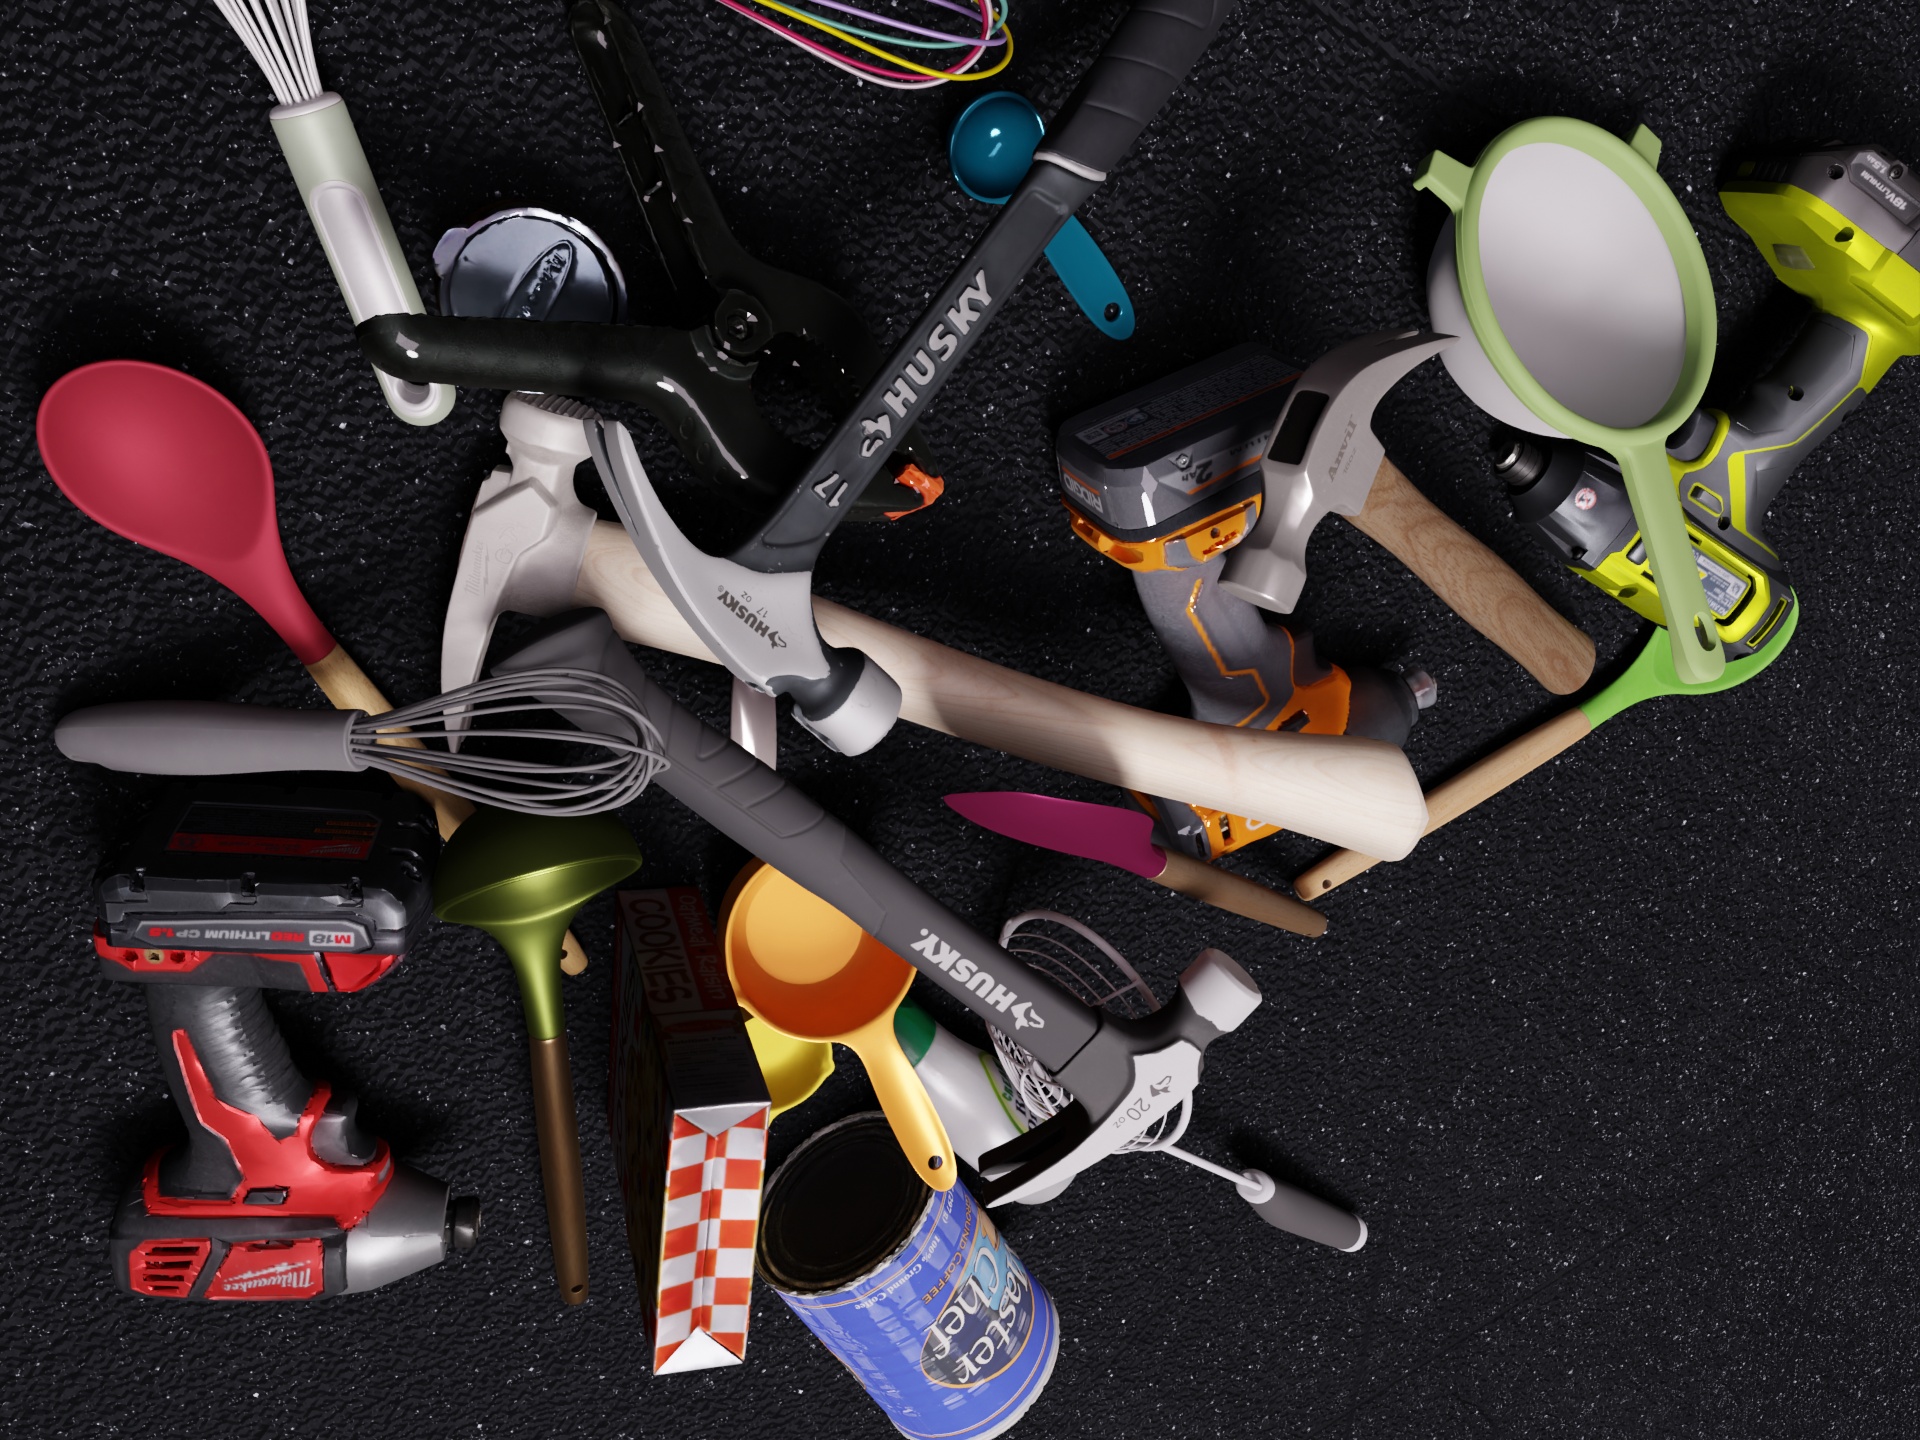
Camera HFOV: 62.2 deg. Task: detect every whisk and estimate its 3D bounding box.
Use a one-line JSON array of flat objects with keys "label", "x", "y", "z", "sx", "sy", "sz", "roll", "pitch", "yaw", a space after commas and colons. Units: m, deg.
[{"label": "whisk", "x": -0.094, "y": -0.265, "z": 0.554, "sx": 0.245, "sy": 0.051, "sz": 0.047, "roll": 6, "pitch": 91, "yaw": -19}, {"label": "whisk", "x": -0.219, "y": 0.007, "z": 0.573, "sx": 0.239, "sy": 0.055, "sz": 0.055, "roll": 1, "pitch": 116, "yaw": 10}, {"label": "whisk", "x": -0.220, "y": -0.212, "z": 0.527, "sx": 0.058, "sy": 0.059, "sz": 0.246, "roll": -15, "pitch": 123, "yaw": -3}]

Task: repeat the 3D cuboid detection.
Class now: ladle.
[{"label": "ladle", "x": -0.234, "y": -0.007, "z": 0.623, "sx": 0.069, "sy": 0.031, "sz": 0.315, "roll": -26, "pitch": 122, "yaw": 5}, {"label": "ladle", "x": -0.171, "y": 0.158, "z": 0.675, "sx": 0.078, "sy": 0.062, "sz": 0.320, "roll": -12, "pitch": 129, "yaw": -23}]

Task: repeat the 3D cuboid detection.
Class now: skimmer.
[{"label": "skimmer", "x": 0.139, "y": 0.206, "z": 0.843, "sx": 0.362, "sy": 0.127, "sz": 0.090, "roll": 35, "pitch": 78, "yaw": -41}]

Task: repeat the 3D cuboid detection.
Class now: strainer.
[{"label": "strainer", "x": 0.277, "y": -0.136, "z": 0.715, "sx": 0.151, "sy": 0.069, "sz": 0.256, "roll": -17, "pitch": 90, "yaw": -28}]

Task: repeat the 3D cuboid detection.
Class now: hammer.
[{"label": "hammer", "x": 0.025, "y": -0.191, "z": 0.582, "sx": 0.149, "sy": 0.036, "sz": 0.409, "roll": 42, "pitch": 76, "yaw": -33}, {"label": "hammer", "x": -0.043, "y": 0.070, "z": 0.642, "sx": 0.334, "sy": 0.035, "sz": 0.146, "roll": 38, "pitch": 102, "yaw": -17}, {"label": "hammer", "x": 0.225, "y": -0.071, "z": 0.717, "sx": 0.331, "sy": 0.031, "sz": 0.130, "roll": 21, "pitch": 91, "yaw": -50}, {"label": "hammer", "x": -0.001, "y": -0.002, "z": 0.655, "sx": 0.410, "sy": 0.038, "sz": 0.146, "roll": 17, "pitch": 107, "yaw": -11}]

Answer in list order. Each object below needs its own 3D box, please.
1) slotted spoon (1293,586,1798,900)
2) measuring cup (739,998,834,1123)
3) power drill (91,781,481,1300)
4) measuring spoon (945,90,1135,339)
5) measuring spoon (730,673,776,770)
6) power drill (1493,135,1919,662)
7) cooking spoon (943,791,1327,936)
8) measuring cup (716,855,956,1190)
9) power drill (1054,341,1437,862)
[{"label": "slotted spoon", "x": 0.313, "y": 0.010, "z": 0.857, "sx": 0.314, "sy": 0.031, "sz": 0.070, "roll": -31, "pitch": 114, "yaw": -5}, {"label": "measuring cup", "x": -0.108, "y": 0.199, "z": 0.767, "sx": 0.062, "sy": 0.029, "sz": 0.156, "roll": 11, "pitch": 110, "yaw": -26}, {"label": "power drill", "x": -0.265, "y": 0.140, "z": 0.638, "sx": 0.143, "sy": 0.079, "sz": 0.219, "roll": 4, "pitch": 115, "yaw": -11}, {"label": "measuring spoon", "x": 0.035, "y": -0.205, "z": 0.656, "sx": 0.042, "sy": 0.021, "sz": 0.128, "roll": -45, "pitch": 130, "yaw": 1}, {"label": "measuring spoon", "x": -0.087, "y": -0.013, "z": 0.685, "sx": 0.034, "sy": 0.018, "sz": 0.124, "roll": -6, "pitch": 115, "yaw": -20}, {"label": "power drill", "x": 0.379, "y": -0.159, "z": 0.776, "sx": 0.171, "sy": 0.080, "sz": 0.223, "roll": 28, "pitch": 103, "yaw": -17}, {"label": "cooking spoon", "x": 0.096, "y": 0.067, "z": 0.700, "sx": 0.318, "sy": 0.069, "sz": 0.017, "roll": 23, "pitch": 68, "yaw": -52}, {"label": "measuring cup", "x": -0.048, "y": 0.133, "z": 0.720, "sx": 0.095, "sy": 0.052, "sz": 0.173, "roll": -28, "pitch": 101, "yaw": -14}, {"label": "power drill", "x": 0.139, "y": -0.050, "z": 0.730, "sx": 0.164, "sy": 0.084, "sz": 0.226, "roll": -25, "pitch": 124, "yaw": -11}]
